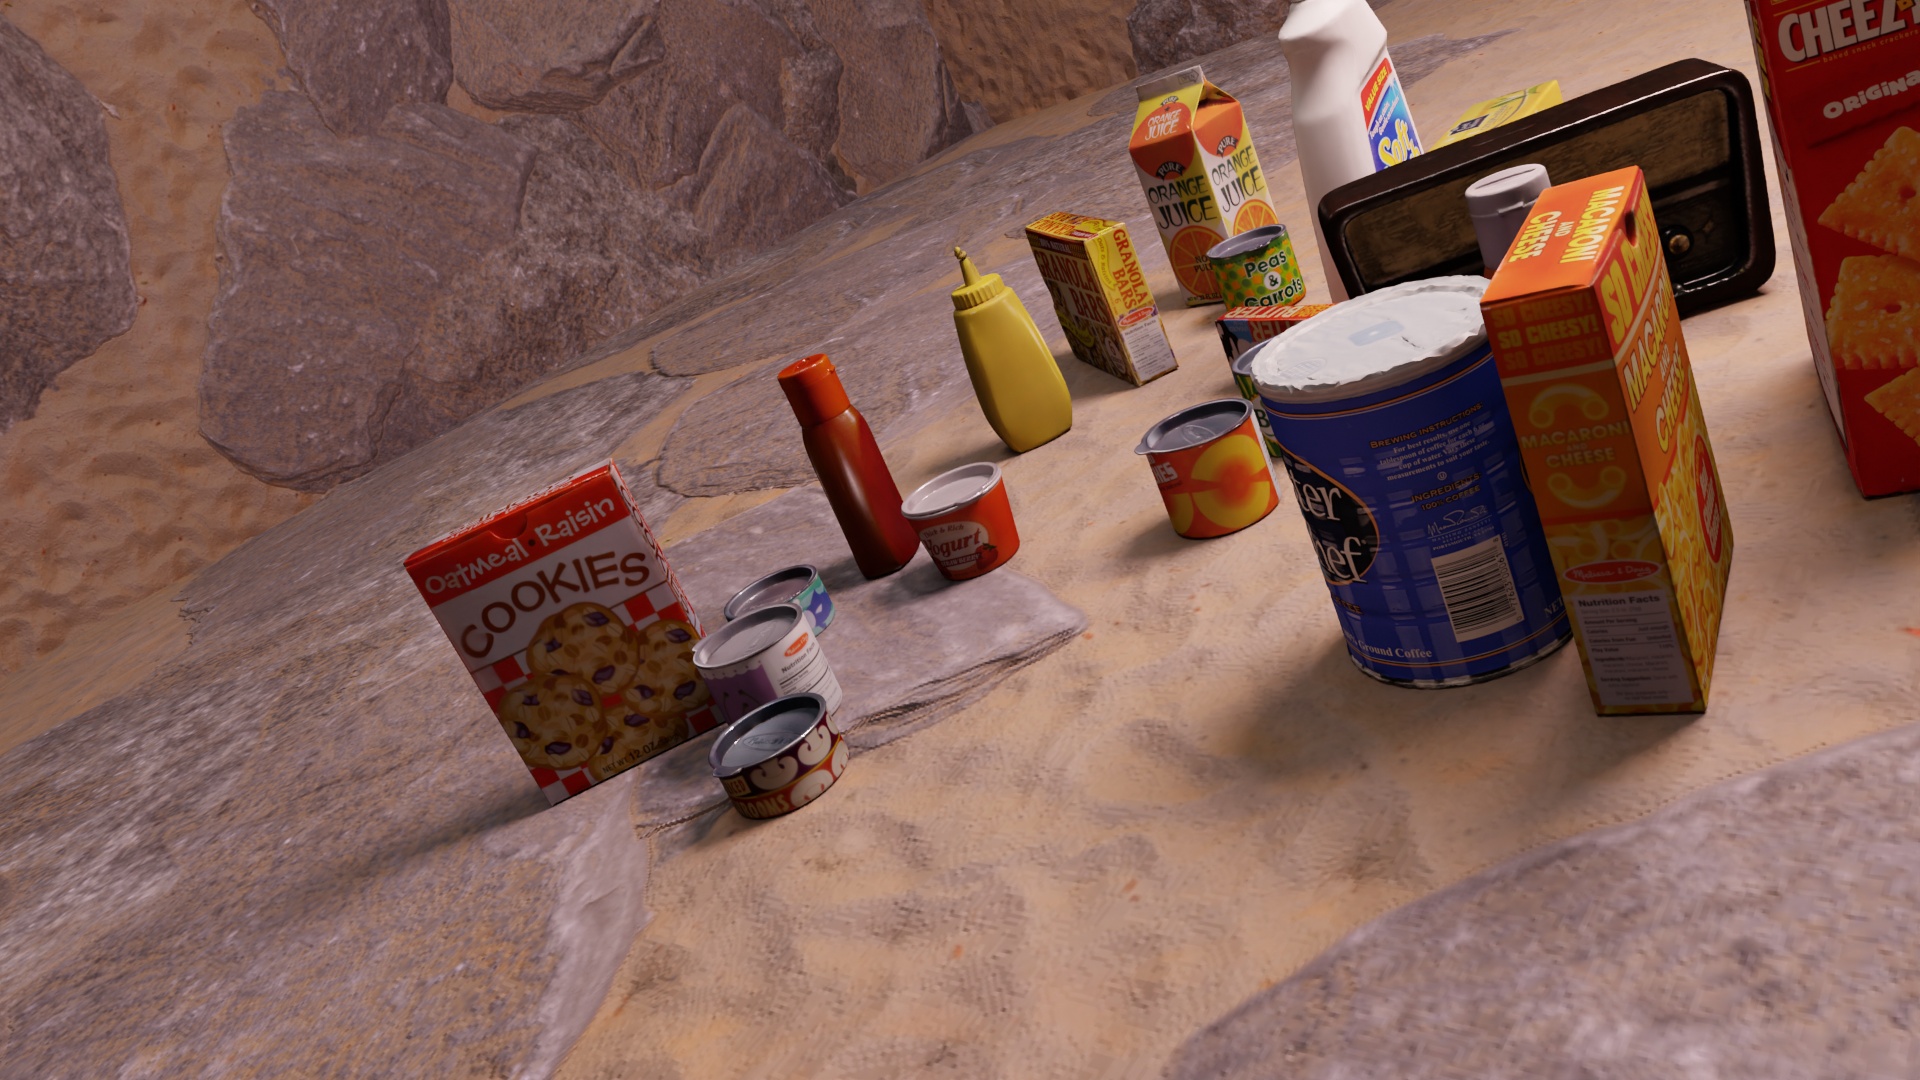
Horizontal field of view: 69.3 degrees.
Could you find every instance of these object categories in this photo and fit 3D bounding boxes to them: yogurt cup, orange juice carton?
[{"bbox_3d":[0.003,-0.011,0.880,0.072,0.053,0.072,-21,20,8],"label":"yogurt cup"},{"bbox_3d":[0.208,-0.304,1.187,0.073,0.192,0.071,-38,24,-34],"label":"orange juice carton"}]

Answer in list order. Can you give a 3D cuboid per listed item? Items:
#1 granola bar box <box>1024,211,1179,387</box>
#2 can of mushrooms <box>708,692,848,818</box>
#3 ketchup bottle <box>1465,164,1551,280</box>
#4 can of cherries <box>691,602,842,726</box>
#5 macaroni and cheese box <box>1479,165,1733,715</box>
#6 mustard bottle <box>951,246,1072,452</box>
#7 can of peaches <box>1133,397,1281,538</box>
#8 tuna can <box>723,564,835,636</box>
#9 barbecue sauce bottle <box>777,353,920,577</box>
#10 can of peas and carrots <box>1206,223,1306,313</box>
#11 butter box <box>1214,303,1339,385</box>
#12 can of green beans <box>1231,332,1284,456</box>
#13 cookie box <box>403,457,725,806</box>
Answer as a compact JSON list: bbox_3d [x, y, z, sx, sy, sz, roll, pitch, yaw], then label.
[{"bbox_3d":[0.111,-0.200,1.134,0.039,0.124,0.166,-26,20,-5],"label":"granola bar box"},{"bbox_3d":[-0.094,0.111,0.711,0.071,0.033,0.071,-21,20,8],"label":"can of mushrooms"},{"bbox_3d":[0.279,-0.103,0.664,0.064,0.148,0.044,-15,22,25],"label":"ketchup bottle"},{"bbox_3d":[-0.109,0.076,0.779,0.071,0.058,0.072,-21,20,8],"label":"can of cherries"},{"bbox_3d":[0.246,-0.039,0.515,0.040,0.166,0.124,-9,25,37],"label":"macaroni and cheese box"},{"bbox_3d":[0.031,-0.147,1.037,0.065,0.159,0.049,-26,20,-6],"label":"mustard bottle"},{"bbox_3d":[0.141,-0.040,0.794,0.071,0.058,0.071,-21,20,8],"label":"can of peaches"},{"bbox_3d":[-0.117,0.047,0.899,0.071,0.032,0.071,-21,20,8],"label":"tuna can"},{"bbox_3d":[-0.075,-0.052,0.932,0.043,0.148,0.065,-18,20,16],"label":"barbecue sauce bottle"},{"bbox_3d":[0.241,-0.216,1.124,0.071,0.058,0.071,-21,20,8],"label":"can of peas and carrots"},{"bbox_3d":[0.221,-0.131,0.941,0.024,0.053,0.103,-33,22,-23],"label":"butter box"},{"bbox_3d":[0.206,-0.091,0.849,0.071,0.057,0.071,-21,20,8],"label":"can of green beans"},{"bbox_3d":[-0.219,0.053,0.802,0.123,0.167,0.040,-26,20,-5],"label":"cookie box"}]
